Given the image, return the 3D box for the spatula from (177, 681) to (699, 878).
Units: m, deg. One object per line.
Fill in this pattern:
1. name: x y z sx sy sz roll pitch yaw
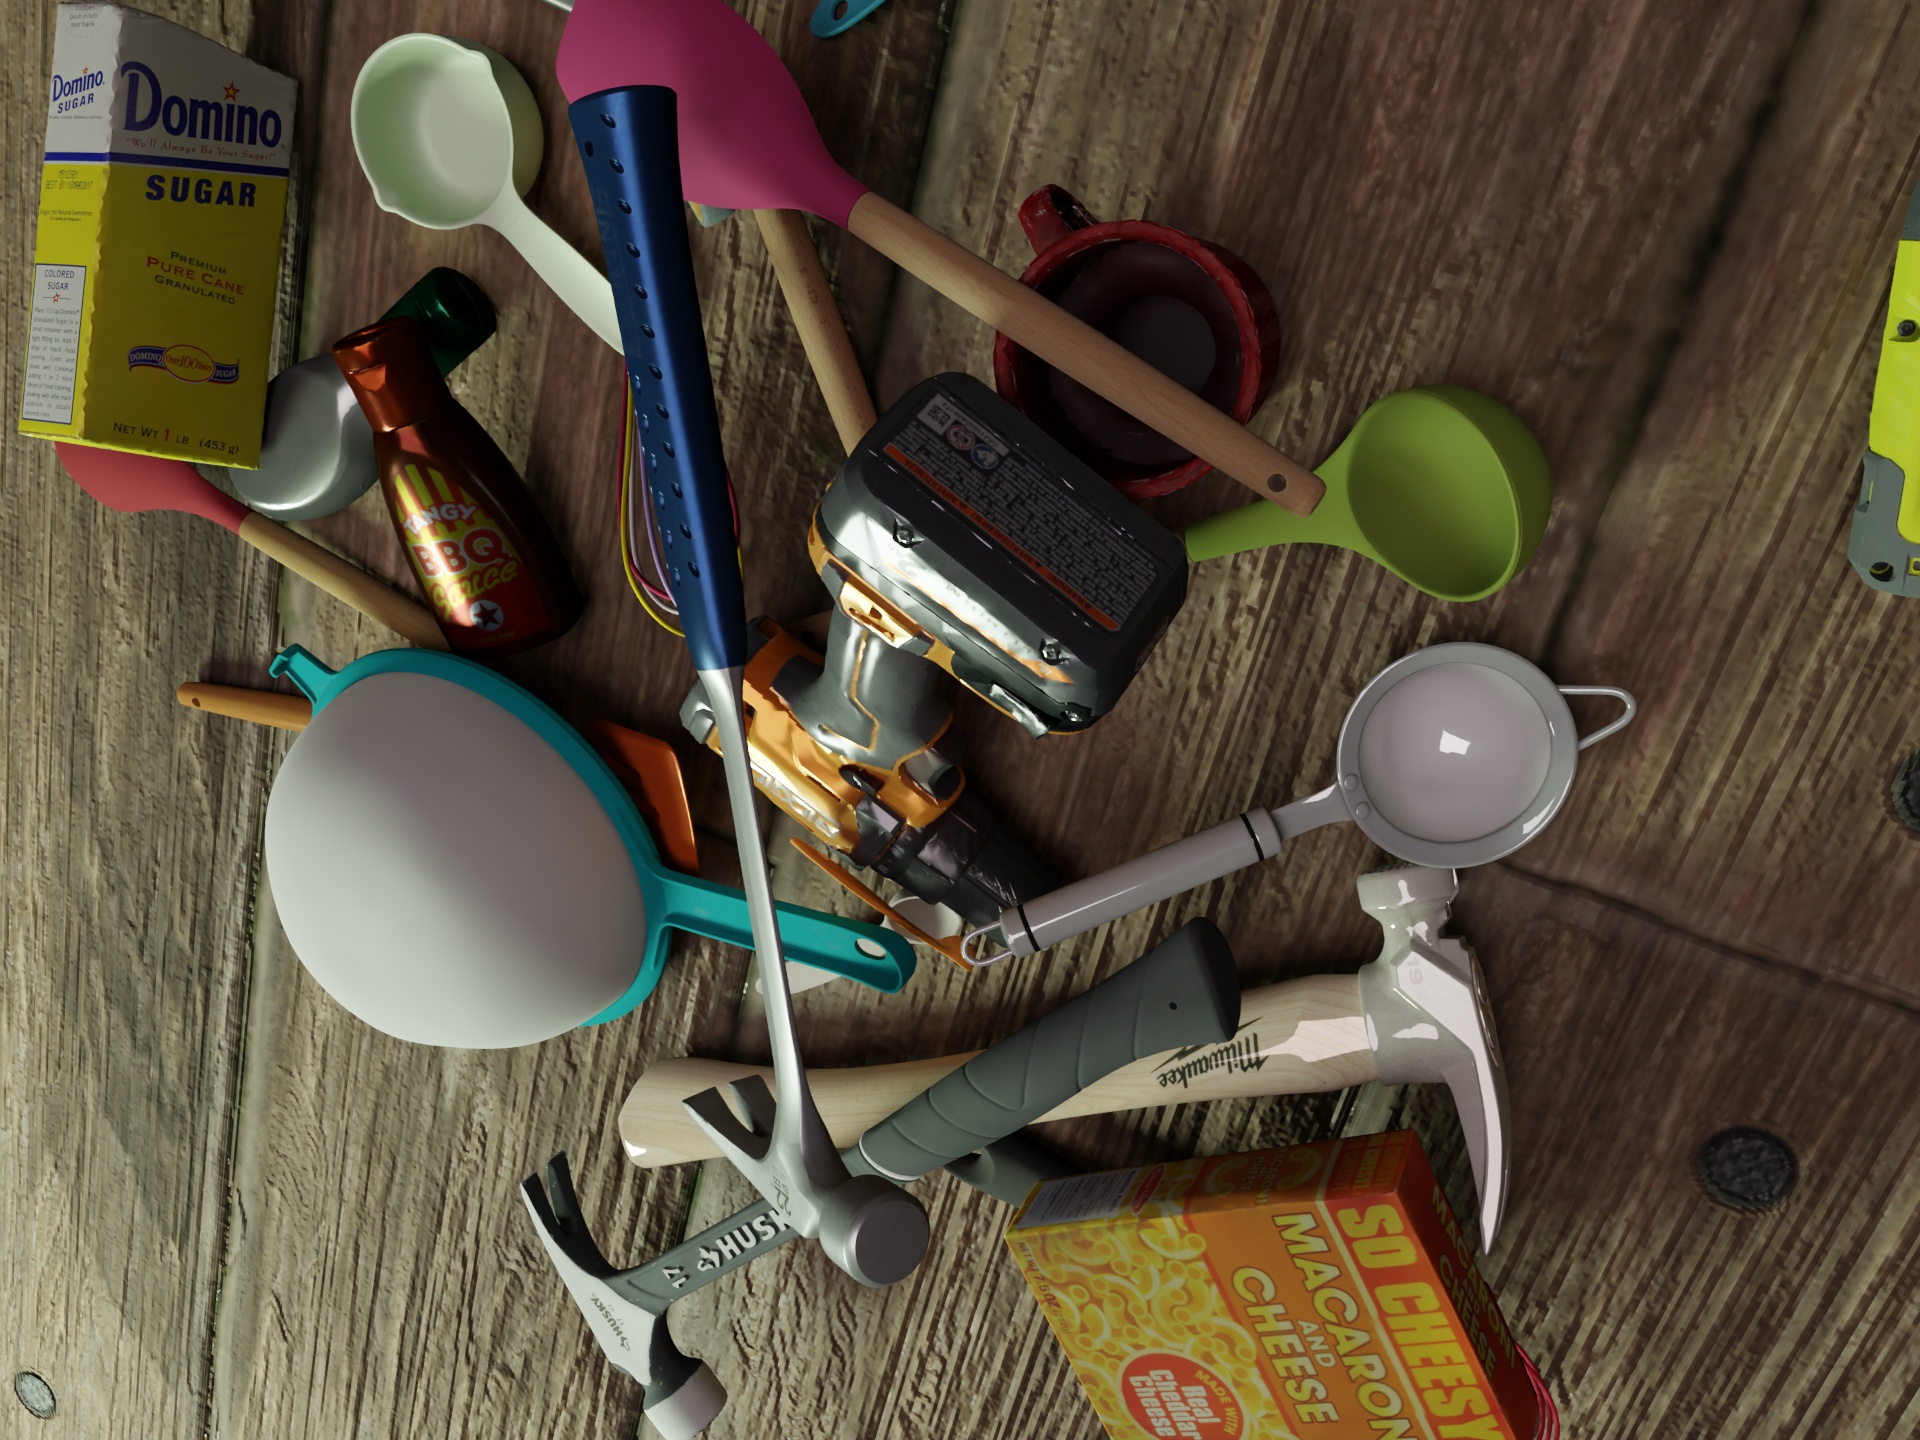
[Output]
1. spatula: -0.259 0.014 0.768 0.323 0.041 0.081 9 123 20

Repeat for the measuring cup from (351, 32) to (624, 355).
1. measuring cup: -0.181 -0.215 0.672 0.167 0.038 0.083 46 118 -7

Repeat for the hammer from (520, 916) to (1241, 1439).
1. hammer: -0.044 0.187 0.679 0.409 0.036 0.149 -37 89 32

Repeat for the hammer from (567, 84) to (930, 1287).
1. hammer: -0.087 -0.009 0.568 0.144 0.035 0.405 8 110 58

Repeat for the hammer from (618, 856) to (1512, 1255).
1. hammer: 0.023 0.167 0.688 0.410 0.038 0.146 -14 82 26

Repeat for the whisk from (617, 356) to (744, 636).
1. whisk: -0.126 -0.151 0.632 0.047 0.051 0.245 -11 83 -11

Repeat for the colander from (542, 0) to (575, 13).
1. colander: -0.288 -0.372 0.644 0.397 0.095 0.204 23 115 -6

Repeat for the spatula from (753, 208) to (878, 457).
1. spatula: -0.069 -0.213 0.618 0.044 0.082 0.317 -9 108 38

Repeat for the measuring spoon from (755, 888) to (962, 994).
1. measuring spoon: -0.049 0.100 0.728 0.124 0.018 0.034 -28 126 32

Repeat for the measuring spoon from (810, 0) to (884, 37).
1. measuring spoon: -0.004 -0.289 0.590 0.128 0.021 0.042 -23 75 35

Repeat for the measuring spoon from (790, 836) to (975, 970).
1. measuring spoon: -0.030 0.075 0.668 0.011 0.021 0.116 -52 127 -3

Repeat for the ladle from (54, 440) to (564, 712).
1. ladle: -0.325 -0.082 0.774 0.315 0.031 0.069 29 115 9

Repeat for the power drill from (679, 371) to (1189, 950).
1. power drill: -0.001 -0.002 0.604 0.185 0.084 0.226 39 145 -2

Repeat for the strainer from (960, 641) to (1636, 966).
1. strainer: 0.119 0.037 0.593 0.258 0.050 0.087 -23 103 4

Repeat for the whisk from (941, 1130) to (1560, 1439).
1. whisk: 0.110 0.239 0.687 0.296 0.073 0.073 23 113 21

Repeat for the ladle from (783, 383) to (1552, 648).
1. ladle: 0.061 -0.059 0.613 0.320 0.062 0.078 -11 108 27

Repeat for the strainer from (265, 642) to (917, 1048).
1. strainer: -0.187 0.090 0.699 0.340 0.095 0.210 11 124 26

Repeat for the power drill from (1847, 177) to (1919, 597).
1. power drill: 0.392 -0.114 0.454 0.223 0.080 0.171 7 109 23

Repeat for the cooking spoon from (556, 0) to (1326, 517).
1. cooking spoon: -0.014 -0.160 0.538 0.319 0.017 0.068 35 117 11
